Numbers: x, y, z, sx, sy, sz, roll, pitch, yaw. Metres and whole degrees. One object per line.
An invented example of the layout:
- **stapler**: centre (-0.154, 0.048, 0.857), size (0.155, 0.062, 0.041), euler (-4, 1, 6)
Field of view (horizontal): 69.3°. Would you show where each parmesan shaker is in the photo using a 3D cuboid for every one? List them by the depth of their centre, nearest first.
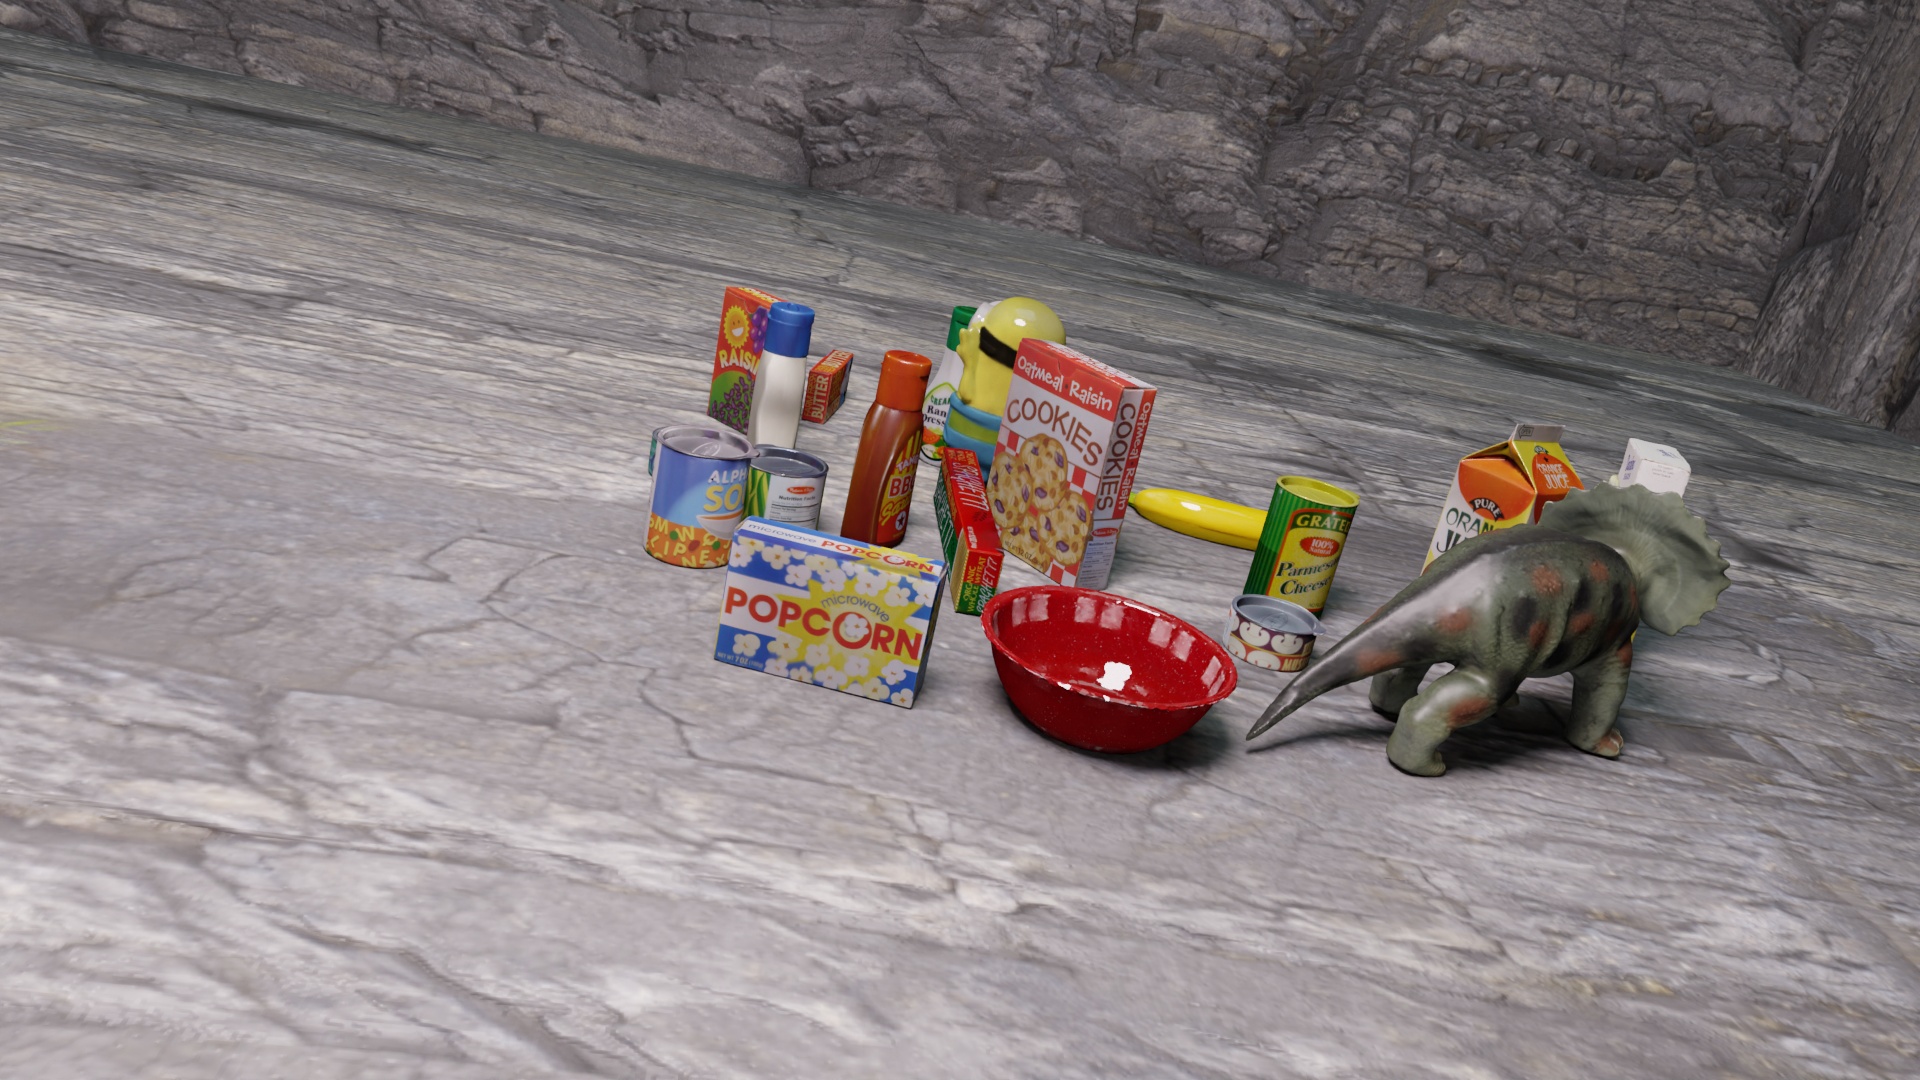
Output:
- **parmesan shaker**: centre (0.275, 0.008, 1.115), size (0.071, 0.102, 0.071), euler (11, 19, -4)

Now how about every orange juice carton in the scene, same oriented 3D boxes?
- **orange juice carton**: centre (0.427, -0.002, 1.099), size (0.072, 0.192, 0.073), euler (-3, 24, -37)

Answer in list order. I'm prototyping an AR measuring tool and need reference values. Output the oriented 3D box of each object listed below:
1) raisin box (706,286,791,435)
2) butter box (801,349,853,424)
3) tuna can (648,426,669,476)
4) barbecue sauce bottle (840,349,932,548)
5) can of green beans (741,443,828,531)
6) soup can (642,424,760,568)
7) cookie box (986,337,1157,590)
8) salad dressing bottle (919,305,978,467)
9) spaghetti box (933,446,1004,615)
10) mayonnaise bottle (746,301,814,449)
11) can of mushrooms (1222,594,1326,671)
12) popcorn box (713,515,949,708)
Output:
- **raisin box**: centre (-0.184, -0.160, 1.266), size (0.086, 0.123, 0.040), euler (28, 24, 36)
- **butter box**: centre (-0.132, -0.154, 1.384), size (0.024, 0.053, 0.104), euler (14, 20, 3)
- **tuna can**: centre (-0.219, -0.066, 1.122), size (0.071, 0.032, 0.071), euler (11, 20, -4)
- **barbecue sauce bottle**: centre (-0.054, -0.069, 1.059), size (0.044, 0.148, 0.065), euler (20, 21, 20)
- **can of green beans**: centre (-0.136, -0.033, 1.045), size (0.071, 0.057, 0.071), euler (11, 20, -4)
- **soup can**: centre (-0.181, -0.030, 0.971), size (0.071, 0.083, 0.071), euler (11, 19, -4)
- **cookie box**: centre (0.080, -0.061, 1.088), size (0.040, 0.166, 0.123), euler (-4, 25, -39)
- **salad dressing bottle**: centre (-0.004, -0.142, 1.289), size (0.064, 0.147, 0.044), euler (20, 21, 21)
- **spaghetti box**: centre (0.004, -0.014, 1.087), size (0.029, 0.050, 0.251), euler (10, 20, -8)
- **mayonnaise bottle**: centre (-0.149, -0.119, 1.139), size (0.041, 0.147, 0.065), euler (7, 20, -16)
- **can of mushrooms**: centre (0.231, 0.069, 1.024), size (0.071, 0.033, 0.071), euler (11, 20, -4)
- **popcorn box**: centre (-0.079, 0.042, 0.834), size (0.127, 0.085, 0.038), euler (14, 19, 3)
